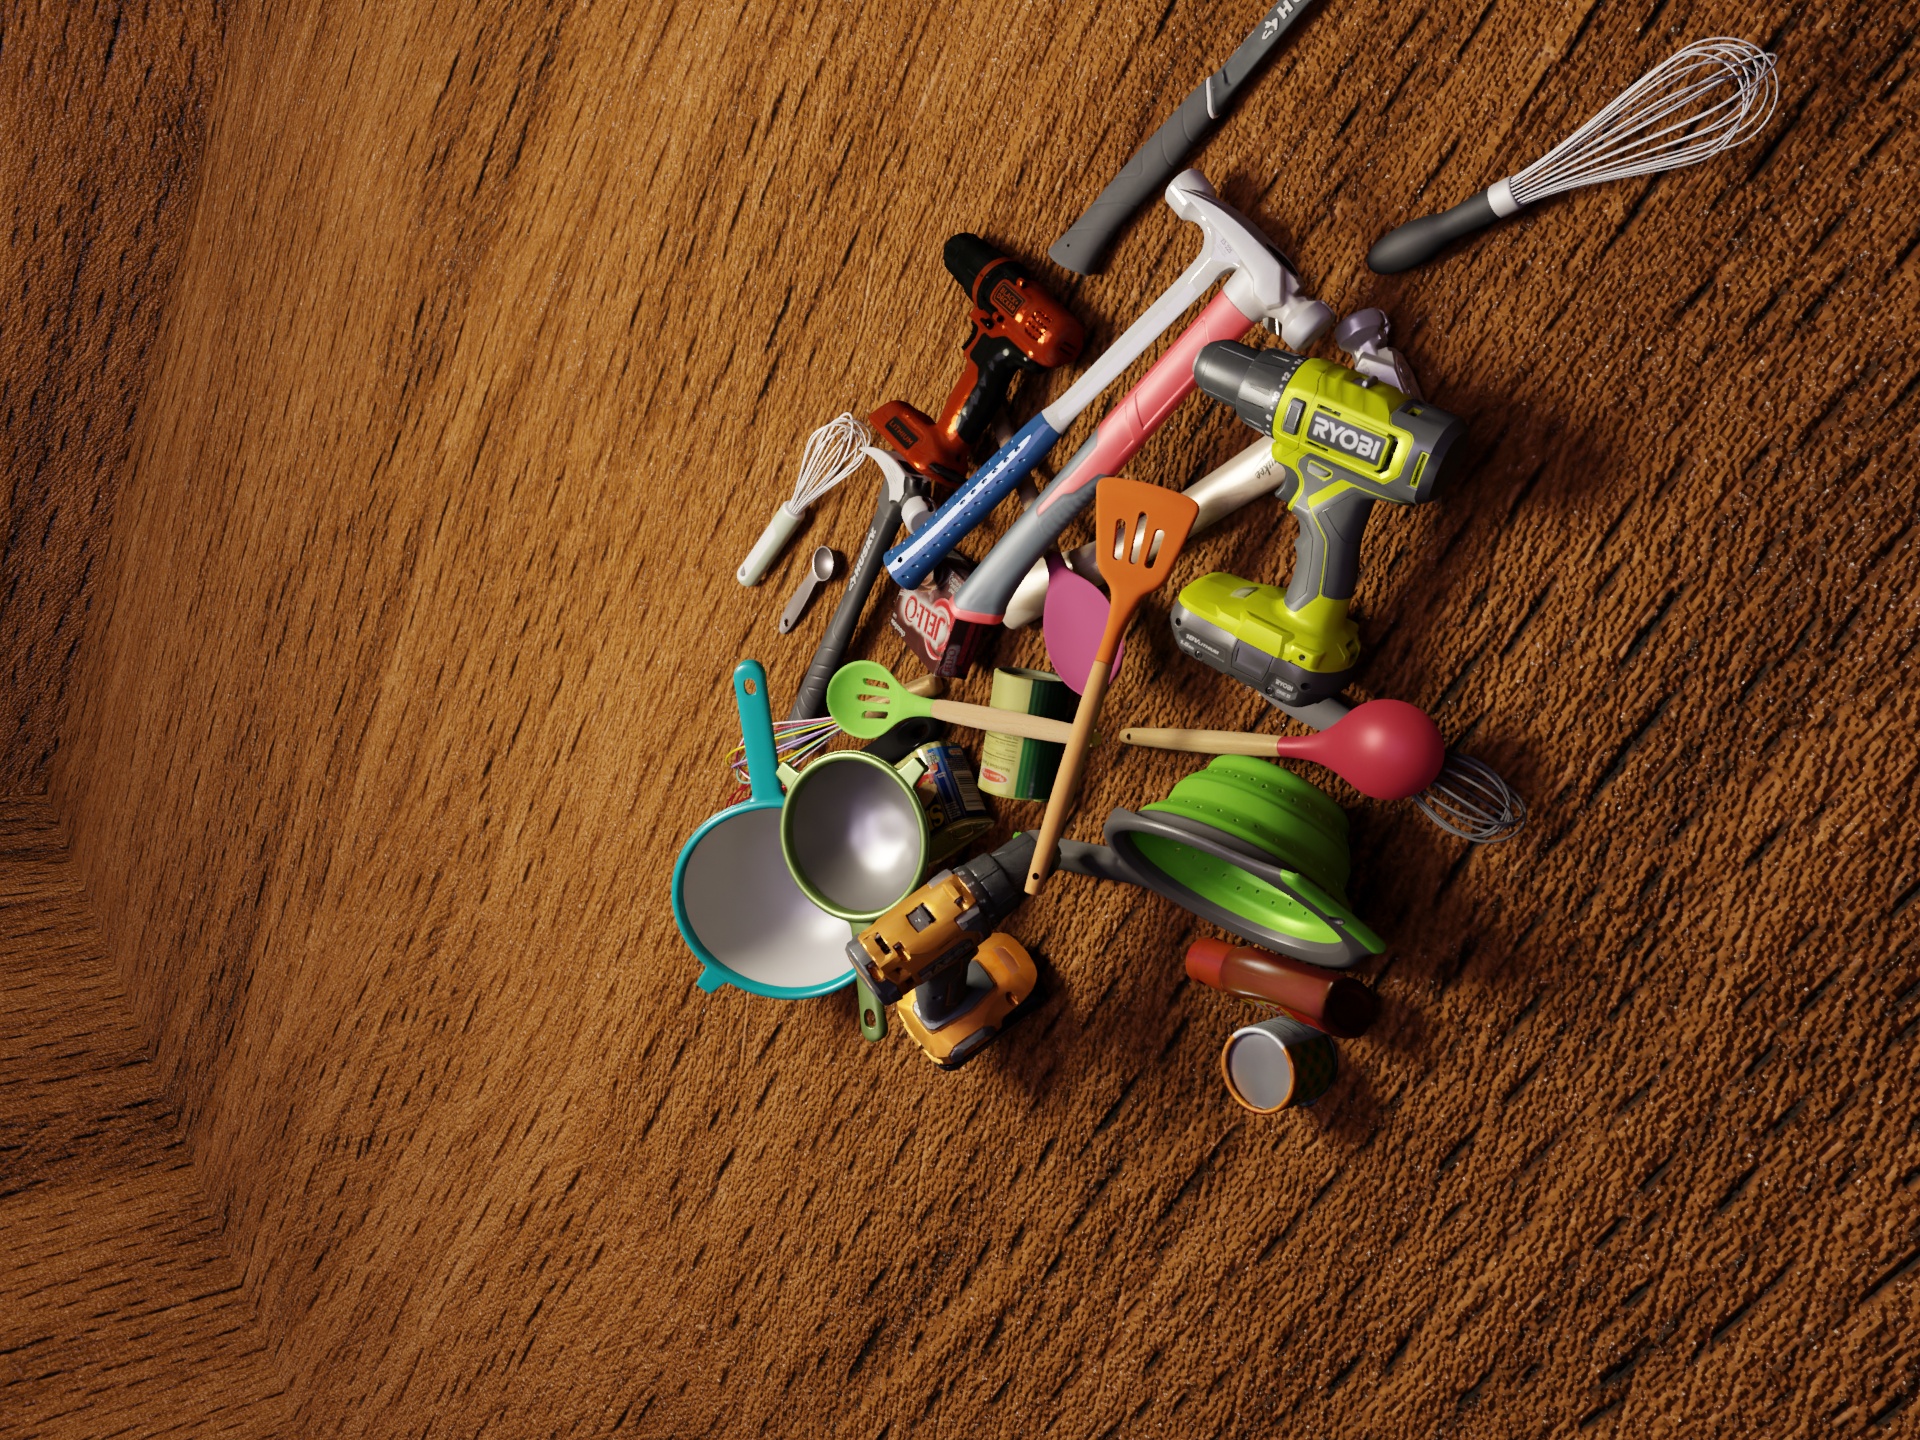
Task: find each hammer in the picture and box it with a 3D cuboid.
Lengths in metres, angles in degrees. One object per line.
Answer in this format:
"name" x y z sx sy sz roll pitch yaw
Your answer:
"hammer" 0.202 -0.492 1.204 0.409 0.036 0.149 -43 63 37
"hammer" 0.103 -0.219 1.221 0.143 0.038 0.386 50 124 9
"hammer" -0.108 -0.104 1.509 0.334 0.035 0.146 -64 33 32
"hammer" 0.181 -0.154 1.242 0.410 0.038 0.146 -27 75 42
"hammer" 0.084 -0.242 1.280 0.405 0.035 0.144 -42 73 28

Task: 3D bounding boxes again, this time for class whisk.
"whisk" -0.124 0.006 1.503 0.245 0.047 0.051 -22 33 26
"whisk" -0.161 -0.212 1.563 0.246 0.059 0.058 -47 49 40
"whisk" 0.381 -0.352 1.025 0.284 0.070 0.070 -18 80 48
"whisk" -0.127 0.056 1.540 0.296 0.073 0.073 -26 74 35
"whisk" 0.297 0.019 1.132 0.239 0.055 0.055 36 116 42

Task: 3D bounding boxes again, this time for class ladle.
"ladle" 0.222 0.017 1.180 0.315 0.031 0.069 3 96 56

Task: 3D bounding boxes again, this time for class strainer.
"strainer" -0.074 0.150 1.402 0.151 0.069 0.256 -3 95 28
"strainer" -0.169 0.094 1.498 0.211 0.095 0.340 -4 110 6

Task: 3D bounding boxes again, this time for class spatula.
"spatula" 0.100 -0.022 1.210 0.081 0.041 0.322 17 91 15

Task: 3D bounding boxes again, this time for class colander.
"colander" 0.172 0.086 1.221 0.397 0.204 0.094 4 61 59

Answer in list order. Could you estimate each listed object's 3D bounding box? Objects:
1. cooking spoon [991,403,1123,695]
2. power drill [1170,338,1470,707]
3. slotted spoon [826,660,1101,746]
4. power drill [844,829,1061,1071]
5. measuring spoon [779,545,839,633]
"cooking spoon" 0.070 -0.154 1.316 0.068 0.017 0.319 -37 54 28
"power drill" 0.228 -0.143 1.115 0.191 0.080 0.228 30 126 25
"slotted spoon" -0.002 -0.004 1.343 0.314 0.031 0.070 10 98 45
"power drill" 0.013 0.186 1.309 0.185 0.226 0.084 -35 59 -9
"measuring spoon" -0.150 -0.127 1.582 0.124 0.018 0.034 -51 56 41
